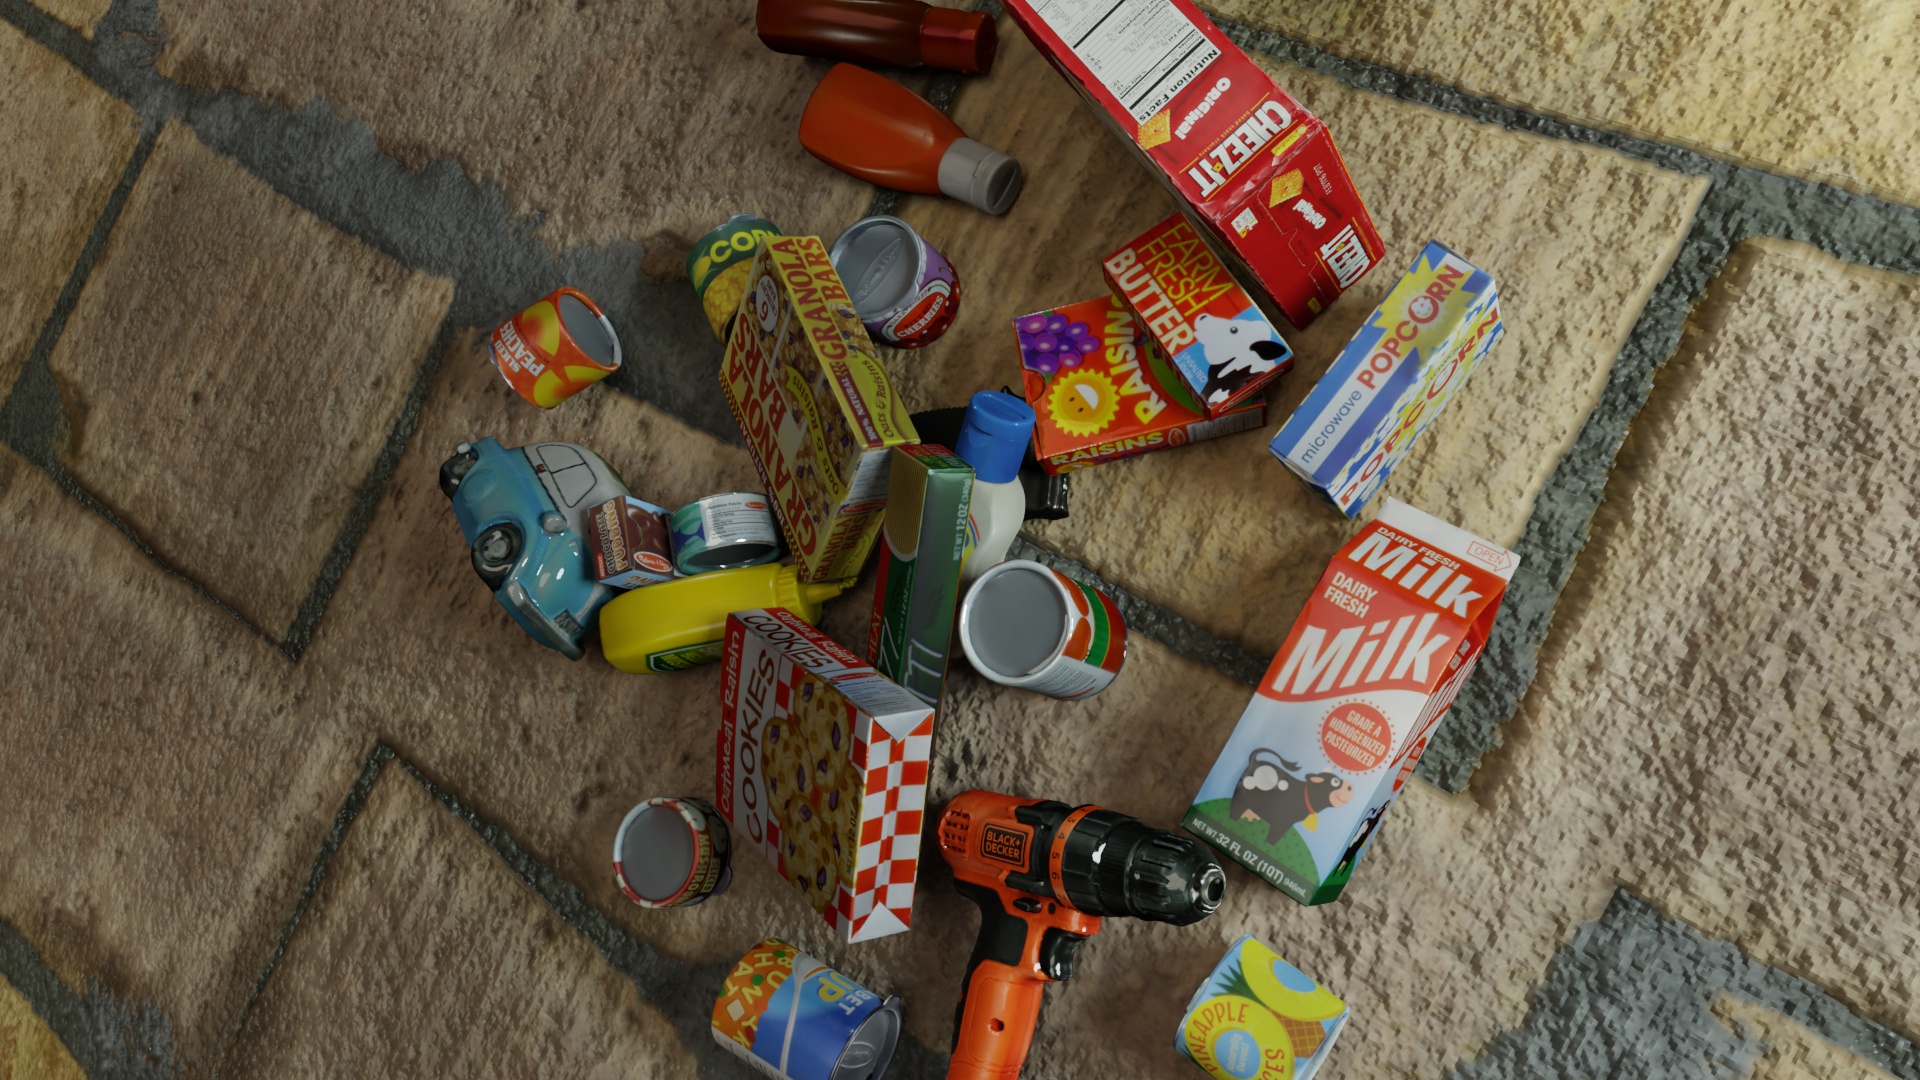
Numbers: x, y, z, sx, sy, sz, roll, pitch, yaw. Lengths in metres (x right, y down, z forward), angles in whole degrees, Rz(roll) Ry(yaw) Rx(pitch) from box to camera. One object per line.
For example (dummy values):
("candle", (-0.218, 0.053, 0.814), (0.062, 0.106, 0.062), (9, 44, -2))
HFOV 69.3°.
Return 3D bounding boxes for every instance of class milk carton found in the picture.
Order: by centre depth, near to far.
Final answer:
("milk carton", (0.191, 0.076, 0.671), (0.072, 0.073, 0.190), (30, 92, 28))

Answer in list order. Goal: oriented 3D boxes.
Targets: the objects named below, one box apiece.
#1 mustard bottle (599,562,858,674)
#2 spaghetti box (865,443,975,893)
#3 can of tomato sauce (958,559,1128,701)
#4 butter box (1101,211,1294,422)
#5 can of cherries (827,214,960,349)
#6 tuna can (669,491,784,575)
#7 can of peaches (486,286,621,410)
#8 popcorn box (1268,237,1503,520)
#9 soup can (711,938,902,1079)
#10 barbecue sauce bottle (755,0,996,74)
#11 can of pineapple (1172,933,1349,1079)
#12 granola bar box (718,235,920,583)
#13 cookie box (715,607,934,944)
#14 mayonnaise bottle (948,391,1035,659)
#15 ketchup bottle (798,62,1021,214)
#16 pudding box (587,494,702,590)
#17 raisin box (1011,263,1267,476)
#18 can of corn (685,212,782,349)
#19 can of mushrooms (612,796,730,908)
("mustard bottle", (-0.137, 0.044, 0.842), (0.160, 0.065, 0.049), (-14, 71, 14))
("spaghetti box", (-0.030, 0.074, 0.743), (0.050, 0.029, 0.249), (-144, 58, -60))
("can of tomato sauce", (0.044, 0.047, 0.742), (0.071, 0.083, 0.071), (-6, 76, 24))
("butter box", (0.123, -0.117, 0.725), (0.053, 0.024, 0.104), (-33, 71, 1))
("can of cherries", (-0.039, -0.153, 0.840), (0.071, 0.058, 0.071), (-6, 76, 24))
("tuna can", (-0.144, -0.002, 0.854), (0.071, 0.071, 0.033), (-19, 73, 21))
("can of peaches", (-0.274, -0.131, 0.940), (0.058, 0.071, 0.071), (-27, 69, 17))
("popcorn box", (0.212, -0.075, 0.688), (0.038, 0.085, 0.126), (40, 97, 26))
("soup can", (-0.083, 0.265, 0.765), (0.084, 0.071, 0.071), (21, 89, 28))
("barbecue sauce bottle", (-0.052, -0.325, 0.885), (0.148, 0.065, 0.043), (14, 107, 19))
("can of pineapple", (0.143, 0.233, 0.661), (0.058, 0.071, 0.071), (32, 94, 27))
("granola bar box", (-0.087, -0.077, 0.812), (0.166, 0.039, 0.123), (64, 145, 29))
("cookie box", (-0.080, 0.119, 0.749), (0.167, 0.040, 0.122), (26, 114, 53))
("mayonnaise bottle", (0.003, -0.010, 0.763), (0.065, 0.041, 0.147), (33, 123, 26))
("ketchup bottle", (-0.031, -0.246, 0.865), (0.149, 0.043, 0.064), (31, 94, 27))
("pudding box", (-0.192, 0.005, 0.863), (0.030, 0.083, 0.050), (-19, 72, 21))
("raisin box", (0.097, -0.091, 0.757), (0.123, 0.040, 0.086), (-13, 74, 9))
("can of corn", (-0.132, -0.162, 0.880), (0.071, 0.071, 0.058), (-33, 68, 16))
("can of mushrooms", (-0.174, 0.190, 0.842), (0.071, 0.033, 0.071), (-6, 75, 24))
